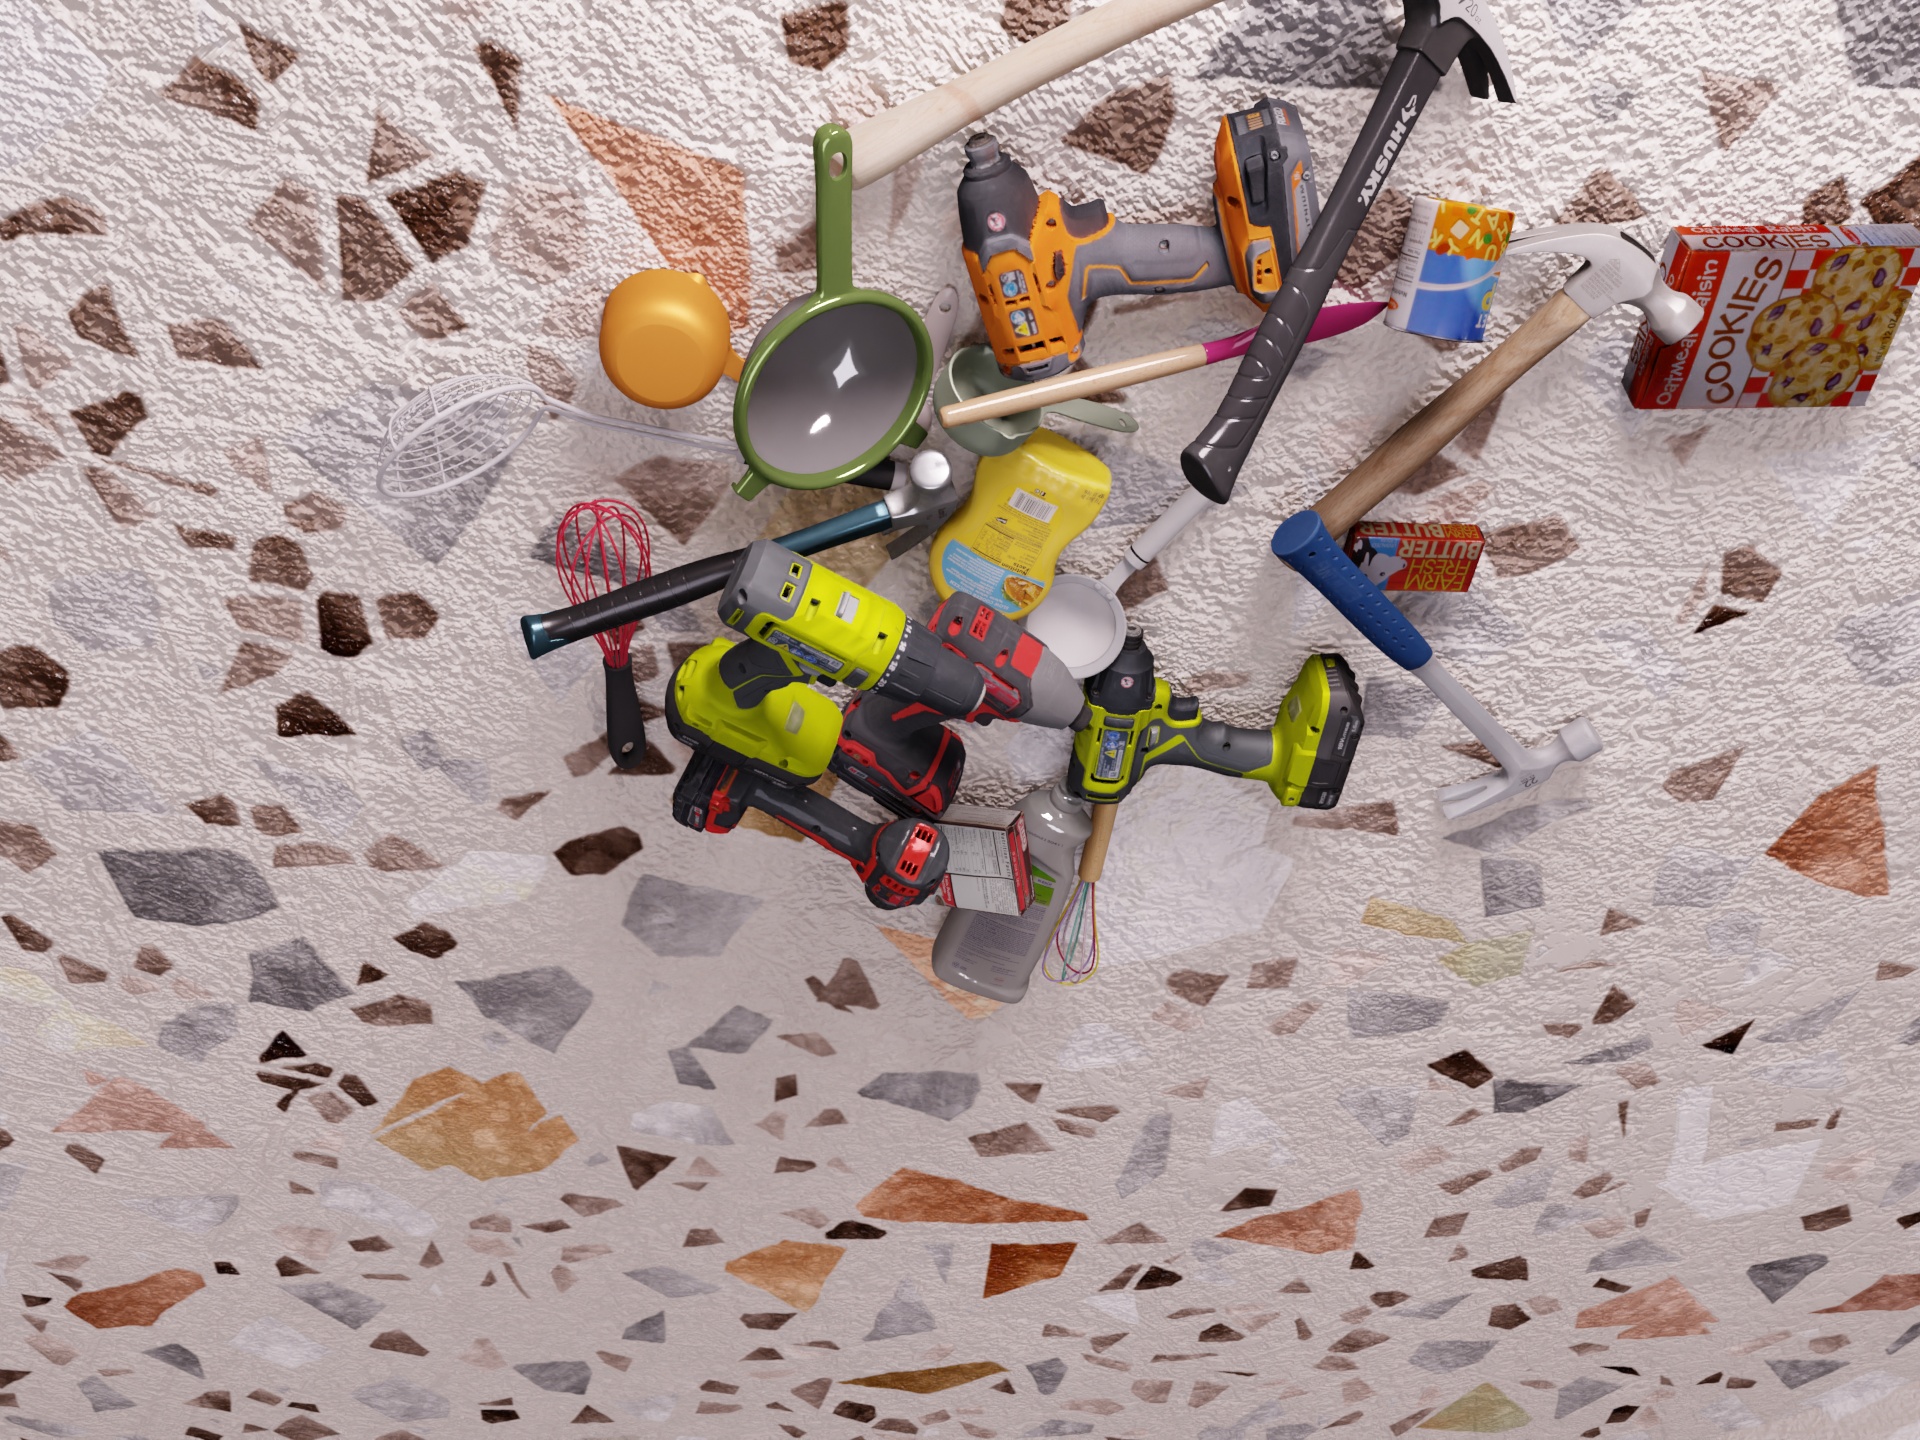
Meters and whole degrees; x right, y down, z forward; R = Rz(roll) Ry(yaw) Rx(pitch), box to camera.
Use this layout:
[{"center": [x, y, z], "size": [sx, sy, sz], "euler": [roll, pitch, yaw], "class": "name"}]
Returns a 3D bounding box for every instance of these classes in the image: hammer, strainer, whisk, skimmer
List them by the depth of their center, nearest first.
[{"center": [0.100, -0.415, 0.931], "size": [0.410, 0.146, 0.038], "euler": [-17, 131, 25], "class": "hammer"}, {"center": [0.227, -0.288, 0.971], "size": [0.146, 0.035, 0.334], "euler": [18, 102, -43], "class": "hammer"}, {"center": [-0.095, -0.273, 1.038], "size": [0.151, 0.069, 0.256], "euler": [-22, 140, -24], "class": "strainer"}, {"center": [-0.218, -0.176, 1.127], "size": [0.363, 0.090, 0.127], "euler": [8, 164, -14], "class": "skimmer"}, {"center": [0.348, -0.220, 1.139], "size": [0.130, 0.031, 0.331], "euler": [39, 126, -11], "class": "hammer"}, {"center": [-0.161, -0.112, 1.147], "size": [0.331, 0.033, 0.128], "euler": [-19, 170, -1], "class": "hammer"}, {"center": [0.132, -0.120, 1.229], "size": [0.087, 0.050, 0.258], "euler": [41, 115, -9], "class": "strainer"}, {"center": [-0.273, -0.061, 1.252], "size": [0.073, 0.073, 0.295], "euler": [1, 138, -4], "class": "whisk"}, {"center": [0.371, -0.040, 1.289], "size": [0.144, 0.035, 0.405], "euler": [-34, 131, 25], "class": "hammer"}, {"center": [0.120, 0.159, 1.481], "size": [0.047, 0.051, 0.244], "euler": [26, 130, 21], "class": "whisk"}]

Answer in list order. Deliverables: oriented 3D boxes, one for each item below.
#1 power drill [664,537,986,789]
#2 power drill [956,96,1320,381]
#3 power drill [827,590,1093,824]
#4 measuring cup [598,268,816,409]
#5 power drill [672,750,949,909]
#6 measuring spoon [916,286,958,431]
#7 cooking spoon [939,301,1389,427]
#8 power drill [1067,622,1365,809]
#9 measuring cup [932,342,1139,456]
[{"center": [-0.105, -0.029, 1.153], "size": [0.190, 0.080, 0.228], "euler": [27, 150, -17], "class": "power drill"}, {"center": [0.112, -0.320, 1.022], "size": [0.226, 0.084, 0.164], "euler": [-12, 131, 13], "class": "power drill"}, {"center": [-0.002, -0.004, 1.248], "size": [0.143, 0.079, 0.219], "euler": [33, 141, -14], "class": "power drill"}, {"center": [-0.168, -0.237, 1.098], "size": [0.173, 0.052, 0.095], "euler": [28, 125, -24], "class": "measuring cup"}, {"center": [-0.122, 0.092, 1.329], "size": [0.226, 0.080, 0.188], "euler": [26, 162, -2], "class": "power drill"}, {"center": [-0.024, -0.247, 1.119], "size": [0.034, 0.018, 0.124], "euler": [11, 131, -12], "class": "measuring spoon"}, {"center": [0.139, -0.240, 1.071], "size": [0.319, 0.069, 0.017], "euler": [-15, 89, -8], "class": "cooking spoon"}, {"center": [0.210, -0.001, 1.317], "size": [0.223, 0.080, 0.171], "euler": [5, 130, -3], "class": "power drill"}, {"center": [0.053, -0.214, 1.125], "size": [0.167, 0.083, 0.038], "euler": [5, 149, -34], "class": "measuring cup"}]
